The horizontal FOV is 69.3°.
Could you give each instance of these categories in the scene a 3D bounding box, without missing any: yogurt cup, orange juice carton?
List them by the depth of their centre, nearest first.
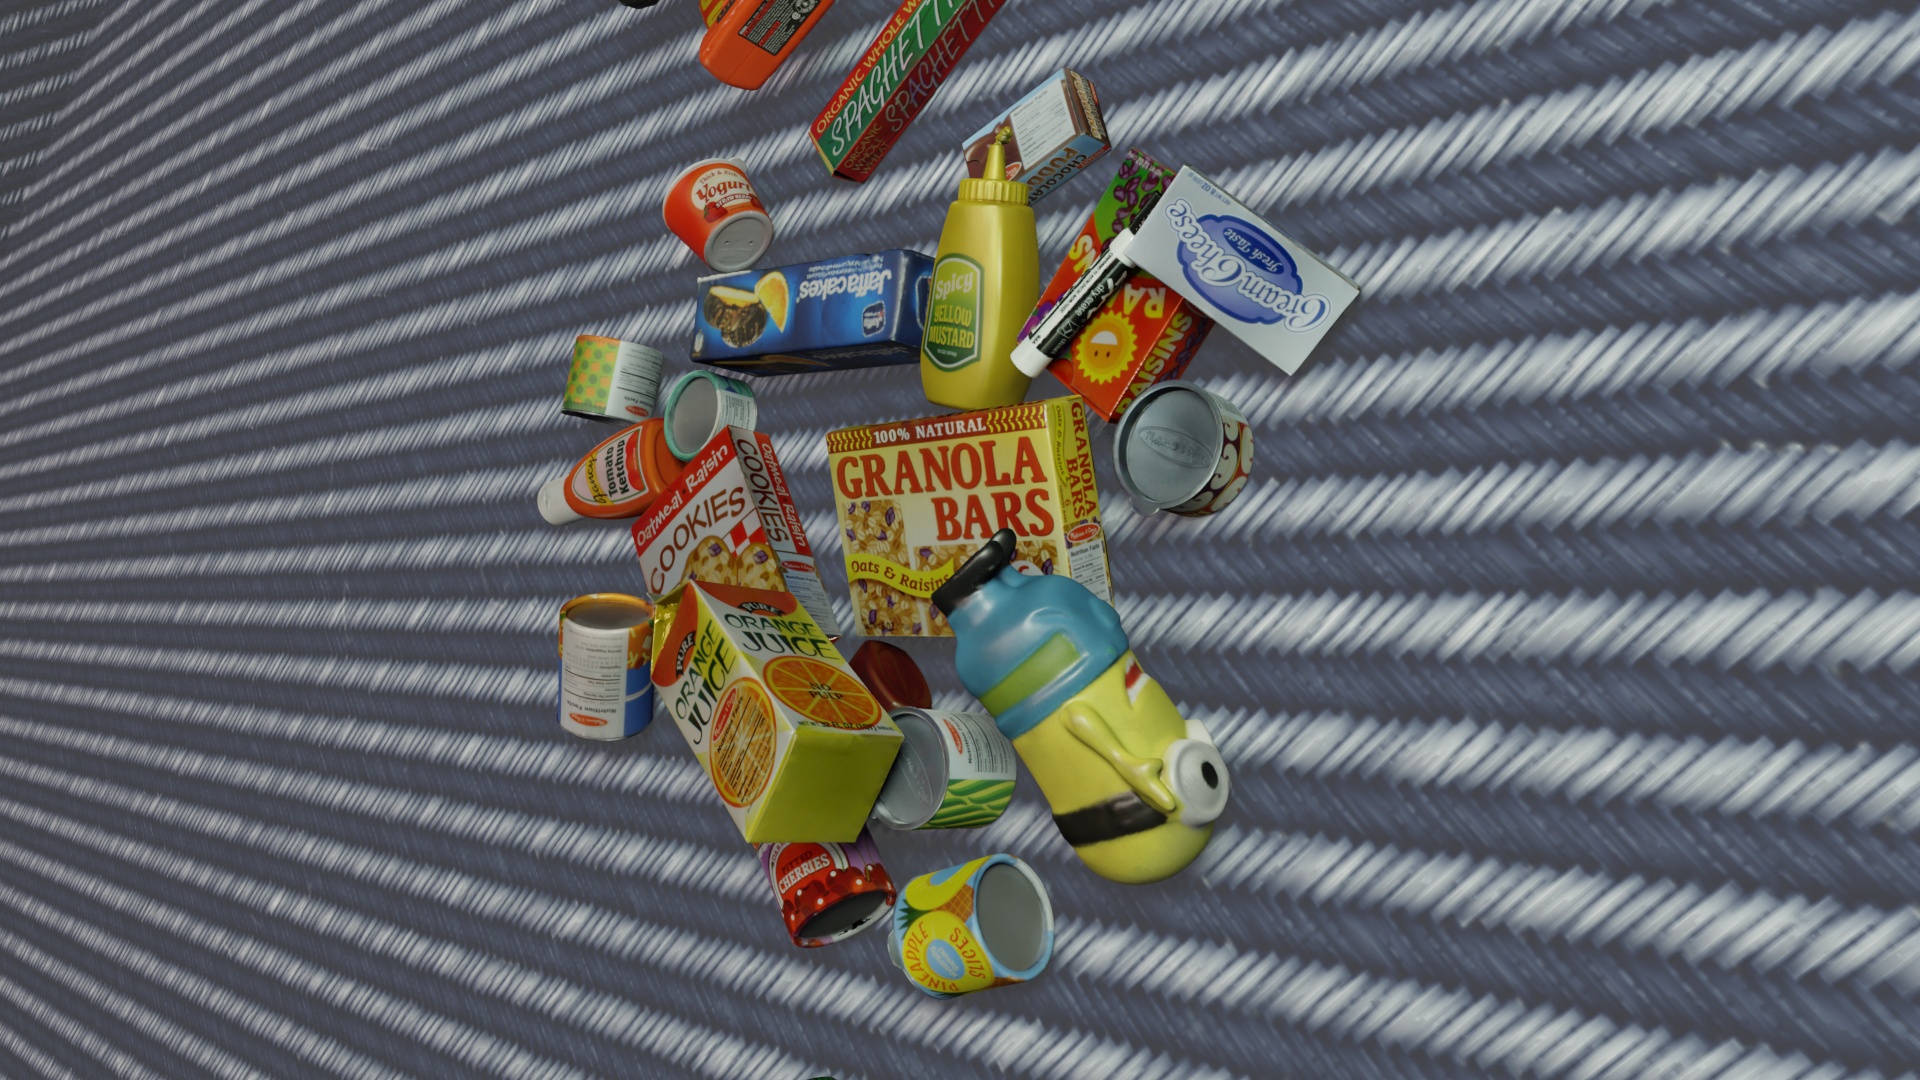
[{"bbox_3d":[-0.117,0.083,0.793,0.193,0.072,0.072,45,116,46],"label":"orange juice carton"},{"bbox_3d":[-0.168,-0.226,0.980,0.072,0.072,0.054,-50,61,23],"label":"yogurt cup"}]

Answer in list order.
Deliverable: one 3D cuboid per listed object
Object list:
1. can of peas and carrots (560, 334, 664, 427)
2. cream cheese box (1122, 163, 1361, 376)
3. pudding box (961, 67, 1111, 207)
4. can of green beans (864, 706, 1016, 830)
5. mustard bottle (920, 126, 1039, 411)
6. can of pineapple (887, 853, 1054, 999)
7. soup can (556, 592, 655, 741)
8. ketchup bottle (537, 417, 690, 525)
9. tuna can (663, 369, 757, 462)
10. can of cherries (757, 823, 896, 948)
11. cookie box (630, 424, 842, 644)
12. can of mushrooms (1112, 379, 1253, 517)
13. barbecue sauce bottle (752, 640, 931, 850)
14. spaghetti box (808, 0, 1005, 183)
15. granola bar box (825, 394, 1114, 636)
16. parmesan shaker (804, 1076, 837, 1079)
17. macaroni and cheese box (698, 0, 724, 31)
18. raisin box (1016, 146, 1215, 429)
[{"bbox_3d":[-0.261,-0.118,1.038,0.071,0.071,0.058,8,86,43],"label":"can of peas and carrots"},{"bbox_3d":[0.136,-0.131,0.673,0.104,0.024,0.053,36,111,3],"label":"cream cheese box"},{"bbox_3d":[0.043,-0.230,0.810,0.083,0.030,0.050,-29,64,35],"label":"pudding box"},{"bbox_3d":[-0.012,0.126,0.767,0.071,0.058,0.071,-10,75,41],"label":"can of green beans"},{"bbox_3d":[0.014,-0.154,0.790,0.065,0.049,0.160,14,103,44],"label":"mustard bottle"},{"bbox_3d":[0.006,0.203,0.727,0.057,0.071,0.071,-26,65,36],"label":"can of pineapple"},{"bbox_3d":[-0.246,0.086,0.970,0.071,0.071,0.083,27,118,42],"label":"soup can"},{"bbox_3d":[-0.260,-0.044,1.039,0.148,0.043,0.065,-16,77,40],"label":"ketchup bottle"},{"bbox_3d":[-0.178,-0.086,0.980,0.071,0.033,0.071,-10,75,40],"label":"tuna can"},{"bbox_3d":[-0.079,0.194,0.805,0.071,0.071,0.058,-46,55,26],"label":"can of cherries"},{"bbox_3d":[-0.156,0.025,0.931,0.122,0.040,0.168,-41,57,29],"label":"cookie box"},{"bbox_3d":[0.112,-0.044,0.706,0.071,0.033,0.071,-10,75,40],"label":"can of mushrooms"},{"bbox_3d":[-0.076,0.132,0.833,0.148,0.043,0.065,-54,37,21],"label":"barbecue sauce bottle"},{"bbox_3d":[-0.009,-0.336,0.880,0.249,0.029,0.050,-46,54,26],"label":"spaghetti box"},{"bbox_3d":[0.003,-0.010,0.772,0.165,0.039,0.124,-3,98,42],"label":"granola bar box"},{"bbox_3d":[-0.076,0.361,0.773,0.071,0.071,0.103,-48,53,25],"label":"parmesan shaker"},{"bbox_3d":[-0.130,-0.445,1.005,0.166,0.040,0.124,-38,58,31],"label":"macaroni and cheese box"},{"bbox_3d":[0.095,-0.132,0.736,0.086,0.040,0.123,46,113,37],"label":"raisin box"}]
